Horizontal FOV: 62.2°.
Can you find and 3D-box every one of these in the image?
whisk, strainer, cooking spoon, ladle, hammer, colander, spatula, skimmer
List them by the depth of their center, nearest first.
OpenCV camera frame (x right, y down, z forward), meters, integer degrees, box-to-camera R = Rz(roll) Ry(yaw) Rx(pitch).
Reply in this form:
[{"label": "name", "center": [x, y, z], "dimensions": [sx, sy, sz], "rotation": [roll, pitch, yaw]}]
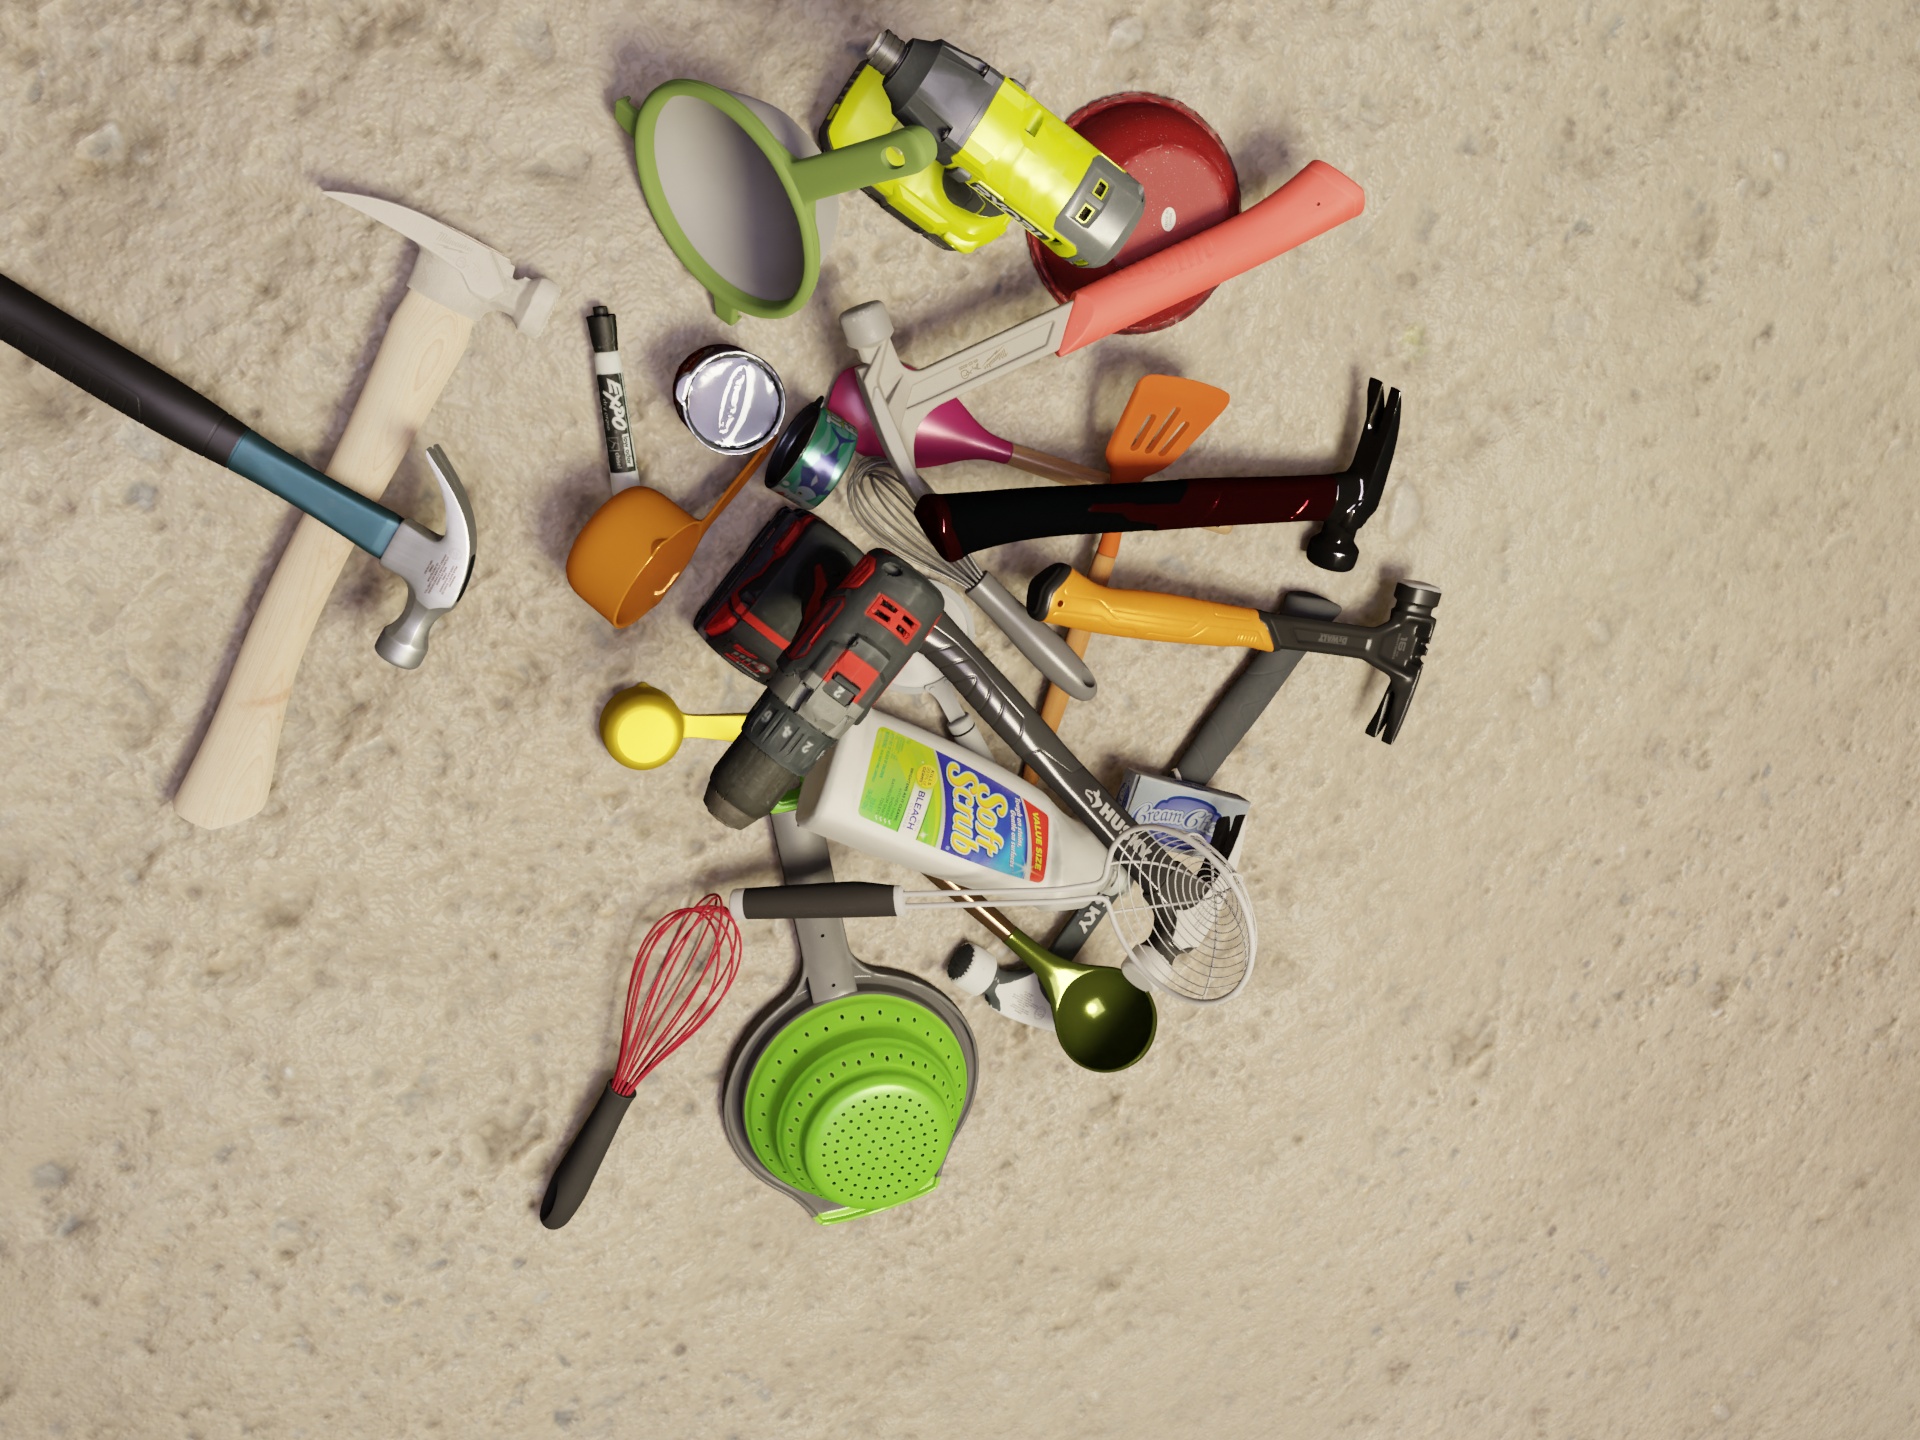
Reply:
[{"label": "strainer", "center": [-0.089, -0.324, 0.934], "dimensions": [0.069, 0.256, 0.151], "rotation": [-44, 122, -30]}, {"label": "hammer", "center": [-0.440, -0.167, 0.939], "dimensions": [0.331, 0.033, 0.128], "rotation": [32, 100, -13]}, {"label": "hammer", "center": [-0.405, -0.121, 0.994], "dimensions": [0.146, 0.038, 0.410], "rotation": [25, 98, -21]}, {"label": "hammer", "center": [0.106, -0.267, 1.047], "dimensions": [0.359, 0.037, 0.149], "rotation": [-26, 114, -7]}, {"label": "skimmer", "center": [0.013, 0.132, 1.064], "dimensions": [0.363, 0.090, 0.127], "rotation": [-3, 111, 10]}, {"label": "hammer", "center": [0.145, -0.162, 1.086], "dimensions": [0.386, 0.038, 0.143], "rotation": [-7, 122, -31]}, {"label": "whisk", "center": [0.012, -0.094, 1.111], "dimensions": [0.238, 0.055, 0.055], "rotation": [43, 91, -16]}, {"label": "hammer", "center": [0.069, 0.026, 1.117], "dimensions": [0.334, 0.035, 0.146], "rotation": [47, 66, -13]}, {"label": "cooking spoon", "center": [0.057, -0.182, 1.129], "dimensions": [0.318, 0.017, 0.068], "rotation": [15, 103, -21]}, {"label": "spatula", "center": [0.102, -0.094, 1.144], "dimensions": [0.081, 0.041, 0.322], "rotation": [5, 113, -33]}, {"label": "whisk", "center": [-0.237, 0.251, 1.154], "dimensions": [0.073, 0.073, 0.296], "rotation": [24, 104, -23]}, {"label": "strainer", "center": [-0.002, -0.004, 1.157], "dimensions": [0.087, 0.050, 0.258], "rotation": [-28, 117, 2]}, {"label": "hammer", "center": [0.200, -0.061, 1.163], "dimensions": [0.336, 0.034, 0.127], "rotation": [7, 105, -24]}, {"label": "ladle", "center": [0.018, 0.142, 1.168], "dimensions": [0.320, 0.062, 0.078], "rotation": [42, 88, -10]}, {"label": "colander", "center": [-0.085, 0.222, 1.171], "dimensions": [0.204, 0.095, 0.396], "rotation": [-15, 111, -13]}, {"label": "hammer", "center": [0.163, 0.071, 1.235], "dimensions": [0.149, 0.036, 0.409], "rotation": [34, 94, -25]}]

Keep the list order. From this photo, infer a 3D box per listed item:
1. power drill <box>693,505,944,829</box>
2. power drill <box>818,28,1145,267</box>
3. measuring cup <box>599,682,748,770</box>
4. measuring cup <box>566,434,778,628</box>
[{"label": "power drill", "center": [-0.107, -0.038, 1.008], "dimensions": [0.080, 0.227, 0.188], "rotation": [37, 93, -24]}, {"label": "power drill", "center": [-0.002, -0.342, 0.947], "dimensions": [0.171, 0.223, 0.080], "rotation": [30, 96, -24]}, {"label": "measuring cup", "center": [-0.172, 0.009, 1.111], "dimensions": [0.156, 0.029, 0.062], "rotation": [2, 106, -16]}, {"label": "measuring cup", "center": [-0.190, -0.140, 1.044], "dimensions": [0.052, 0.095, 0.174], "rotation": [36, 69, 2]}]
